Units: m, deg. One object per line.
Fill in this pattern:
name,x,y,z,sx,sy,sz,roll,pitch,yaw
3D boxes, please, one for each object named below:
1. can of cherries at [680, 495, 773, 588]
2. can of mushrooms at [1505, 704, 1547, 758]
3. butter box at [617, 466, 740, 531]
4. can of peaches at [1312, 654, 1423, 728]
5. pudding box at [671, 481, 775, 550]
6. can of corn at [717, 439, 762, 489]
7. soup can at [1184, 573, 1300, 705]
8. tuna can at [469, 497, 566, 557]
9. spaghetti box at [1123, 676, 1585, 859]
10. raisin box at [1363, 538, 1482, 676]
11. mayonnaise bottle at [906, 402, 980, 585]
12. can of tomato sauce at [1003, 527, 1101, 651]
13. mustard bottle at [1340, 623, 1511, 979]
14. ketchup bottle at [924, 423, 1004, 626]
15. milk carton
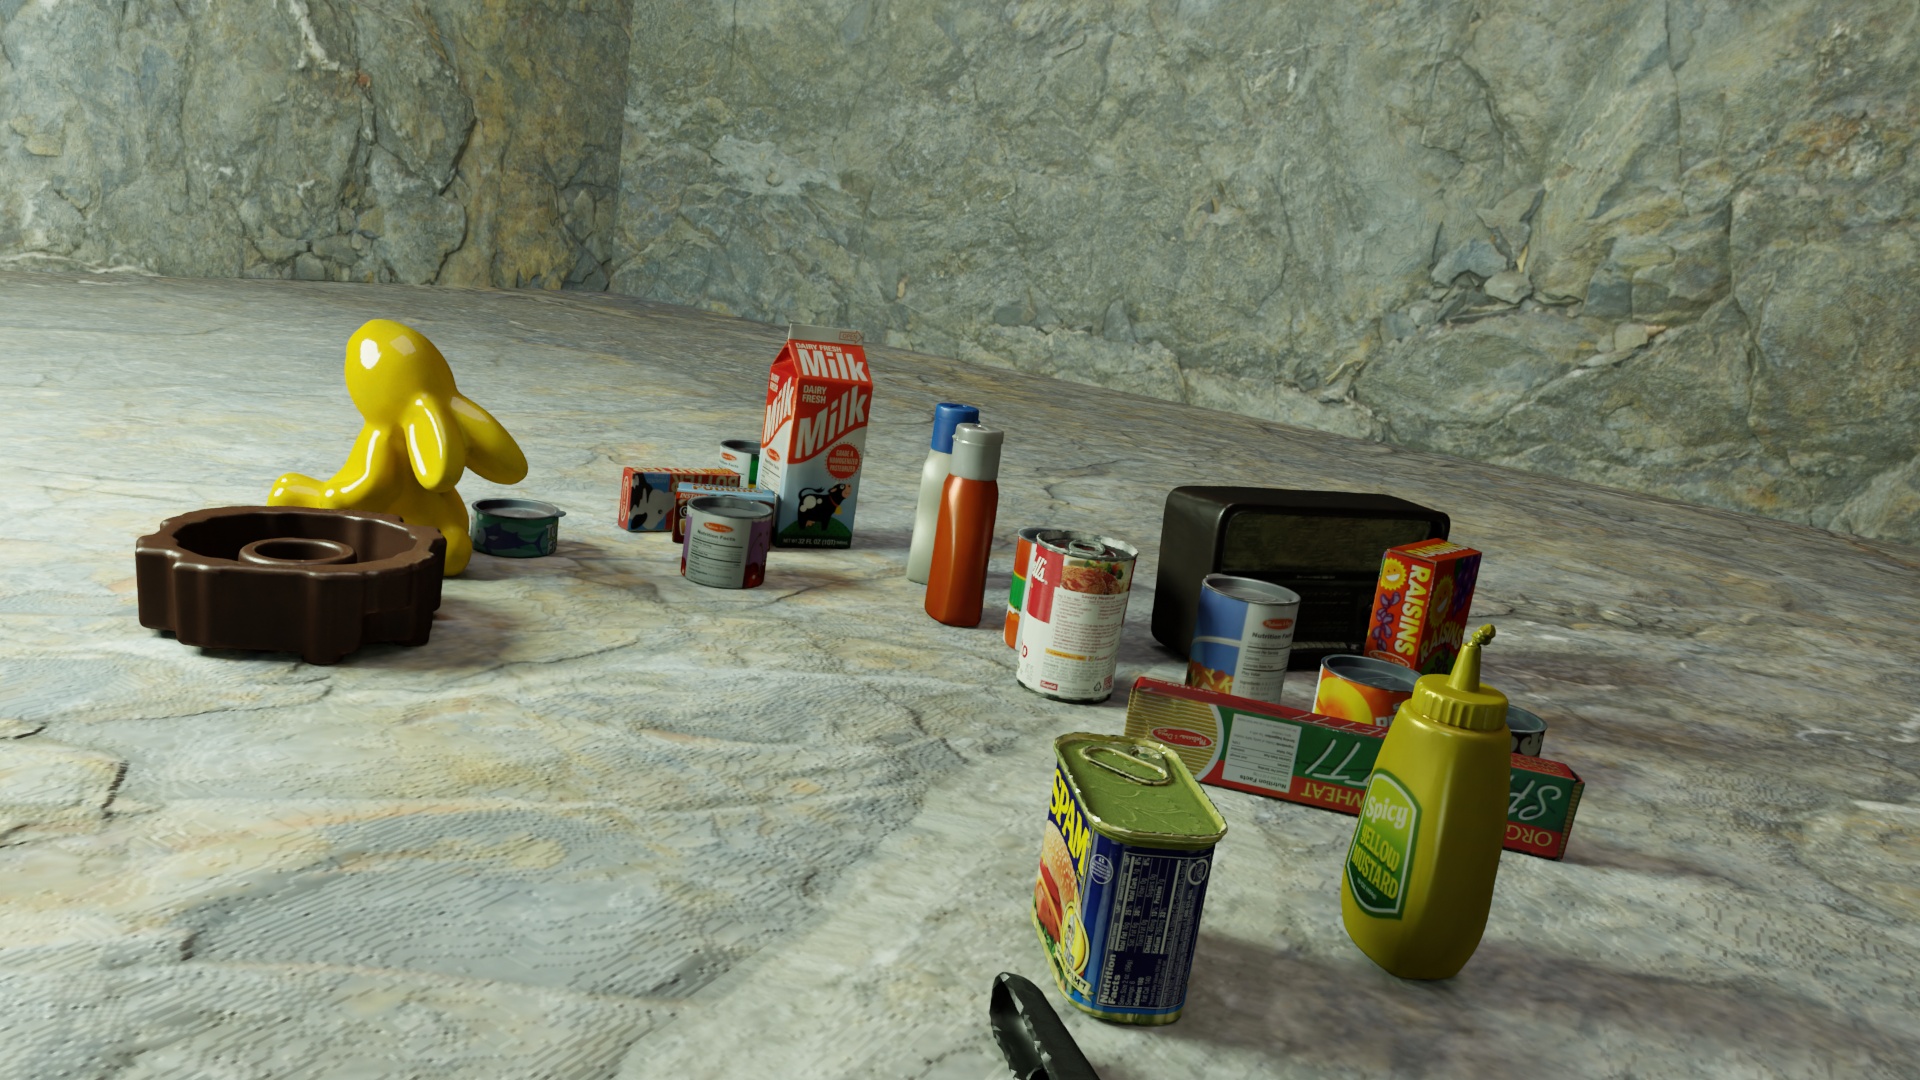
can of cherries,-0.181,0.000,1.080,0.071,0.058,0.071,8,13,-2
can of mushrooms,0.346,0.128,0.912,0.071,0.033,0.071,8,13,-2
butter box,-0.244,-0.036,1.209,0.104,0.053,0.024,-1,16,-37
can of peaches,0.259,0.111,0.880,0.071,0.058,0.071,8,13,-2
pudding box,-0.201,-0.021,1.180,0.084,0.049,0.030,5,13,-12
can of corn,-0.200,-0.063,1.342,0.071,0.058,0.071,8,13,-2
soup can,0.189,0.072,0.947,0.071,0.083,0.071,8,12,-2
tuna can,-0.344,-0.010,1.079,0.071,0.032,0.071,8,13,-2
spaghetti box,0.218,0.129,0.794,0.250,0.050,0.029,11,13,11
raisin box,0.319,0.065,0.970,0.040,0.123,0.086,18,16,39
mayonnaise bottle,-0.012,-0.039,1.156,0.041,0.147,0.065,12,13,17
can of tomato sauce,0.069,0.038,1.020,0.071,0.083,0.071,8,12,-2
mustard bottle,0.211,0.112,0.616,0.049,0.159,0.065,4,13,-17
ketchup bottle,0.004,-0.013,1.053,0.043,0.148,0.065,6,13,-12
milk carton,-0.129,-0.093,1.224,0.072,0.190,0.073,2,14,-28
